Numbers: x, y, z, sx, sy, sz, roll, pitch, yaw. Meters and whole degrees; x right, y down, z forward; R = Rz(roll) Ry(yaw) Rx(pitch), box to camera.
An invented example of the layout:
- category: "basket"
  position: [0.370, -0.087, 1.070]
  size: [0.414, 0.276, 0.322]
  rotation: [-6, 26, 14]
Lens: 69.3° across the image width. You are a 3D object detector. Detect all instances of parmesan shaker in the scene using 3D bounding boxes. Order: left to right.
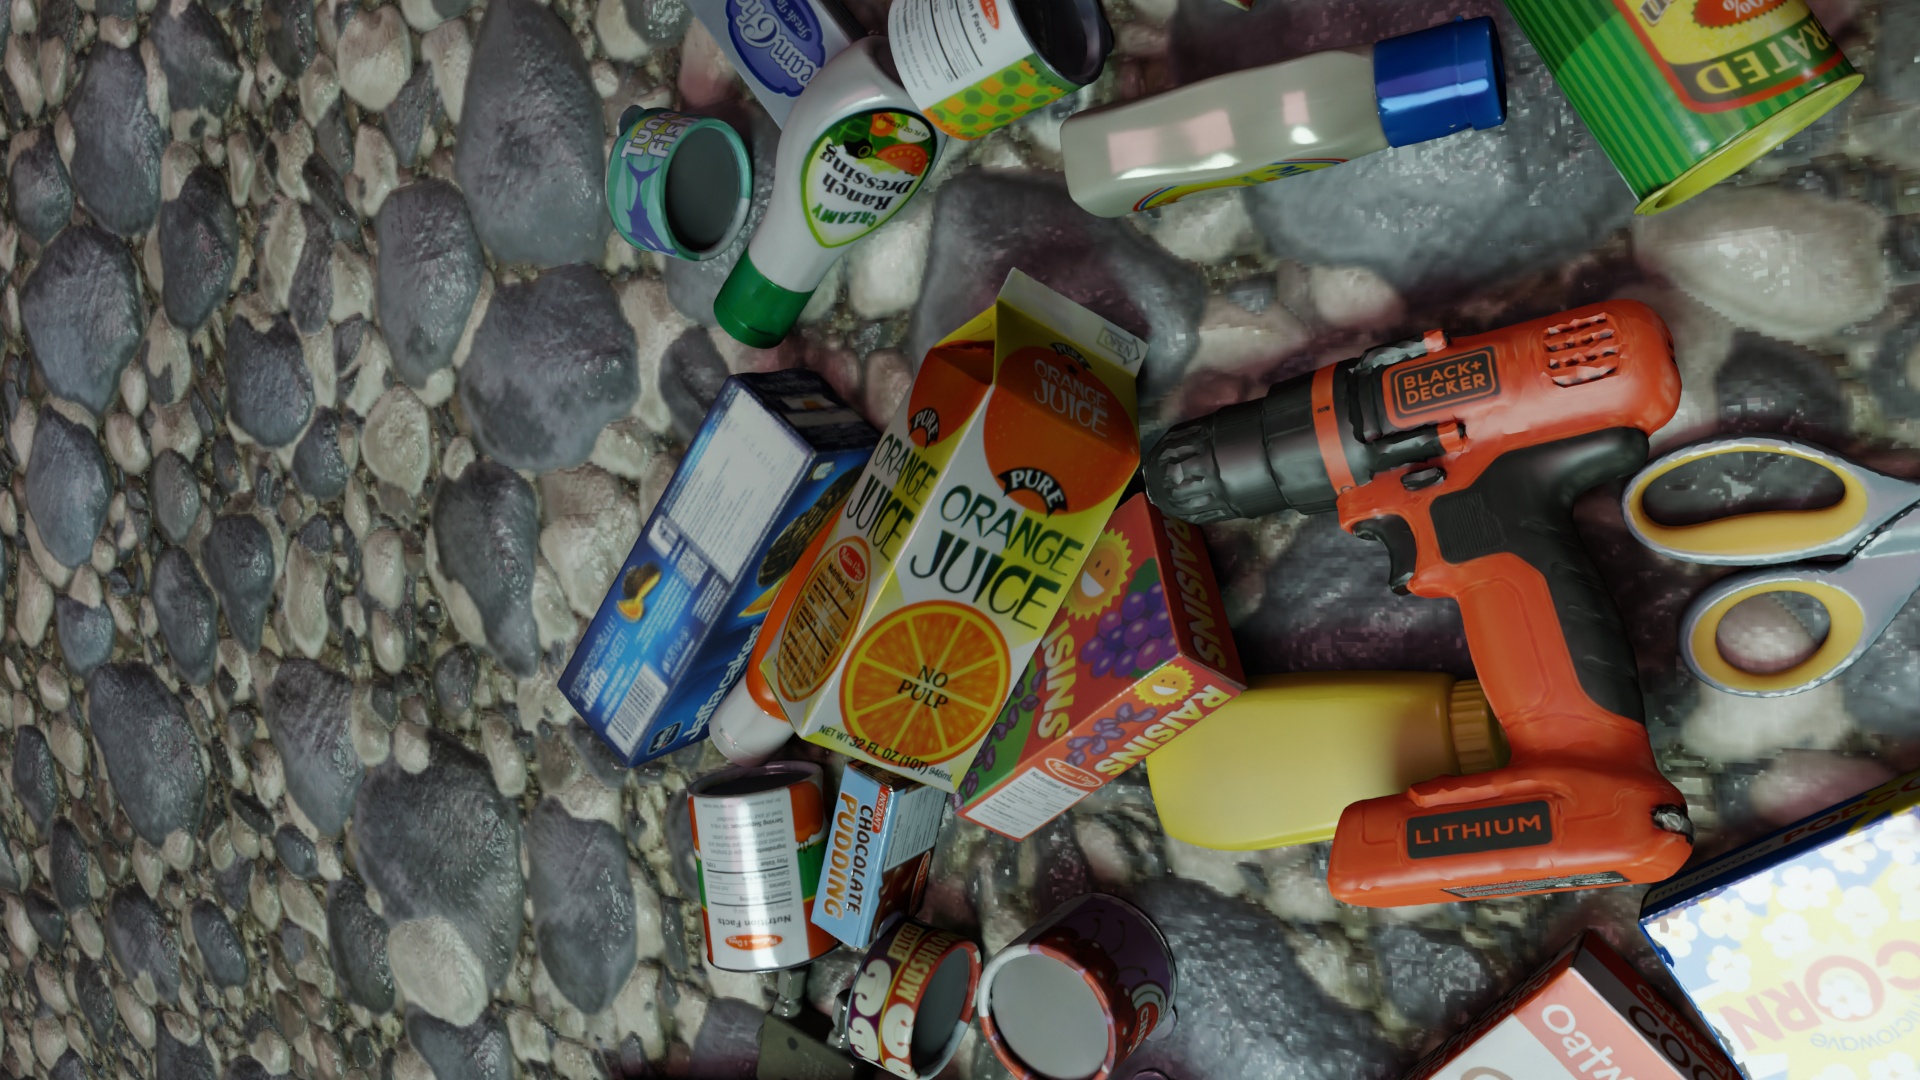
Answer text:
- category: "parmesan shaker"
  position: [0.210, -0.160, 0.425]
  size: [0.071, 0.071, 0.103]
  rotation: [-35, 79, 31]

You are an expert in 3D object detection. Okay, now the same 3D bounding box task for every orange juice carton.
- category: "orange juice carton"
  position: [0.002, -0.007, 0.545]
  size: [0.192, 0.072, 0.073]
  rotation: [-61, 27, 6]

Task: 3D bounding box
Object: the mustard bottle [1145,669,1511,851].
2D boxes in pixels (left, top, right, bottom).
- category: "mustard bottle"
  position: [0.149, 0.078, 0.511]
  size: [0.160, 0.049, 0.065]
  rotation: [-12, 86, 32]

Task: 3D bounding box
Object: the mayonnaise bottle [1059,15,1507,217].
- category: "mayonnaise bottle"
  position: [0.113, -0.149, 0.494]
  size: [0.148, 0.065, 0.041]
  rotation: [-6, 98, 28]

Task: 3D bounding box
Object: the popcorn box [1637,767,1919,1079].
- category: "popcorn box"
  position: [0.295, 0.126, 0.435]
  size: [0.126, 0.038, 0.085]
  rotation: [-38, 76, 30]

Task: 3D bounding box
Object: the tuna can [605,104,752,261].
- category: "tuna can"
  position: [-0.128, -0.164, 0.634]
  size: [0.033, 0.071, 0.071]
  rotation: [17, 106, 27]

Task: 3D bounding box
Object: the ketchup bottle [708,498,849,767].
- category: "ketchup bottle"
  position: [-0.065, 0.048, 0.642]
  size: [0.065, 0.044, 0.148]
  rotation: [47, 118, 12]

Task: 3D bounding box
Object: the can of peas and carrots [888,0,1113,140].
- category: "can of peas and carrots"
  position: [0.016, -0.197, 0.542]
  size: [0.058, 0.071, 0.071]
  rotation: [-16, 89, 38]

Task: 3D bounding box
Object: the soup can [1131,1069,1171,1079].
- category: "soup can"
  position: [0.073, 0.268, 0.566]
  size: [0.071, 0.084, 0.071]
  rotation: [5, 100, 31]

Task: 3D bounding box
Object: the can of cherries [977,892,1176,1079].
- category: "can of cherries"
  position: [0.051, 0.191, 0.583]
  size: [0.071, 0.058, 0.071]
  rotation: [5, 100, 31]

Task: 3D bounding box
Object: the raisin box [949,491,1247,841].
- category: "raisin box"
  position: [0.048, 0.051, 0.551]
  size: [0.123, 0.040, 0.086]
  rotation: [-41, 35, 30]

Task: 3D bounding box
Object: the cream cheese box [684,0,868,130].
- category: "cream cheese box"
  position: [-0.076, -0.224, 0.619]
  size: [0.053, 0.024, 0.104]
  rotation: [-43, 75, 29]

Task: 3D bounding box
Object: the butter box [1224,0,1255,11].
- category: "butter box"
  position: [0.075, -0.244, 0.523]
  size: [0.103, 0.024, 0.053]
  rotation: [33, 114, 24]

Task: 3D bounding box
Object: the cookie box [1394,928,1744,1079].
- category: "cookie box"
  position: [0.212, 0.240, 0.502]
  size: [0.123, 0.040, 0.166]
  rotation: [46, 119, 18]

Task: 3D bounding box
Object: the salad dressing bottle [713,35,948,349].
- category: "salad dressing bottle"
  position: [-0.060, -0.146, 0.603]
  size: [0.147, 0.064, 0.044]
  rotation: [-49, 45, 36]

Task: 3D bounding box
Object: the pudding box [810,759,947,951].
- category: "pudding box"
  position: [-0.036, 0.138, 0.633]
  size: [0.030, 0.050, 0.083]
  rotation: [22, 108, 29]

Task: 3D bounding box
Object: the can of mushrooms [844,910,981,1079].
- category: "can of mushrooms"
  position: [-0.020, 0.203, 0.623]
  size: [0.033, 0.071, 0.071]
  rotation: [13, 104, 29]

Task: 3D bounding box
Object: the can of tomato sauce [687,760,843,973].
- category: "can of tomato sauce"
  position: [-0.092, 0.153, 0.663]
  size: [0.071, 0.071, 0.083]
  rotation: [-4, 95, 32]
